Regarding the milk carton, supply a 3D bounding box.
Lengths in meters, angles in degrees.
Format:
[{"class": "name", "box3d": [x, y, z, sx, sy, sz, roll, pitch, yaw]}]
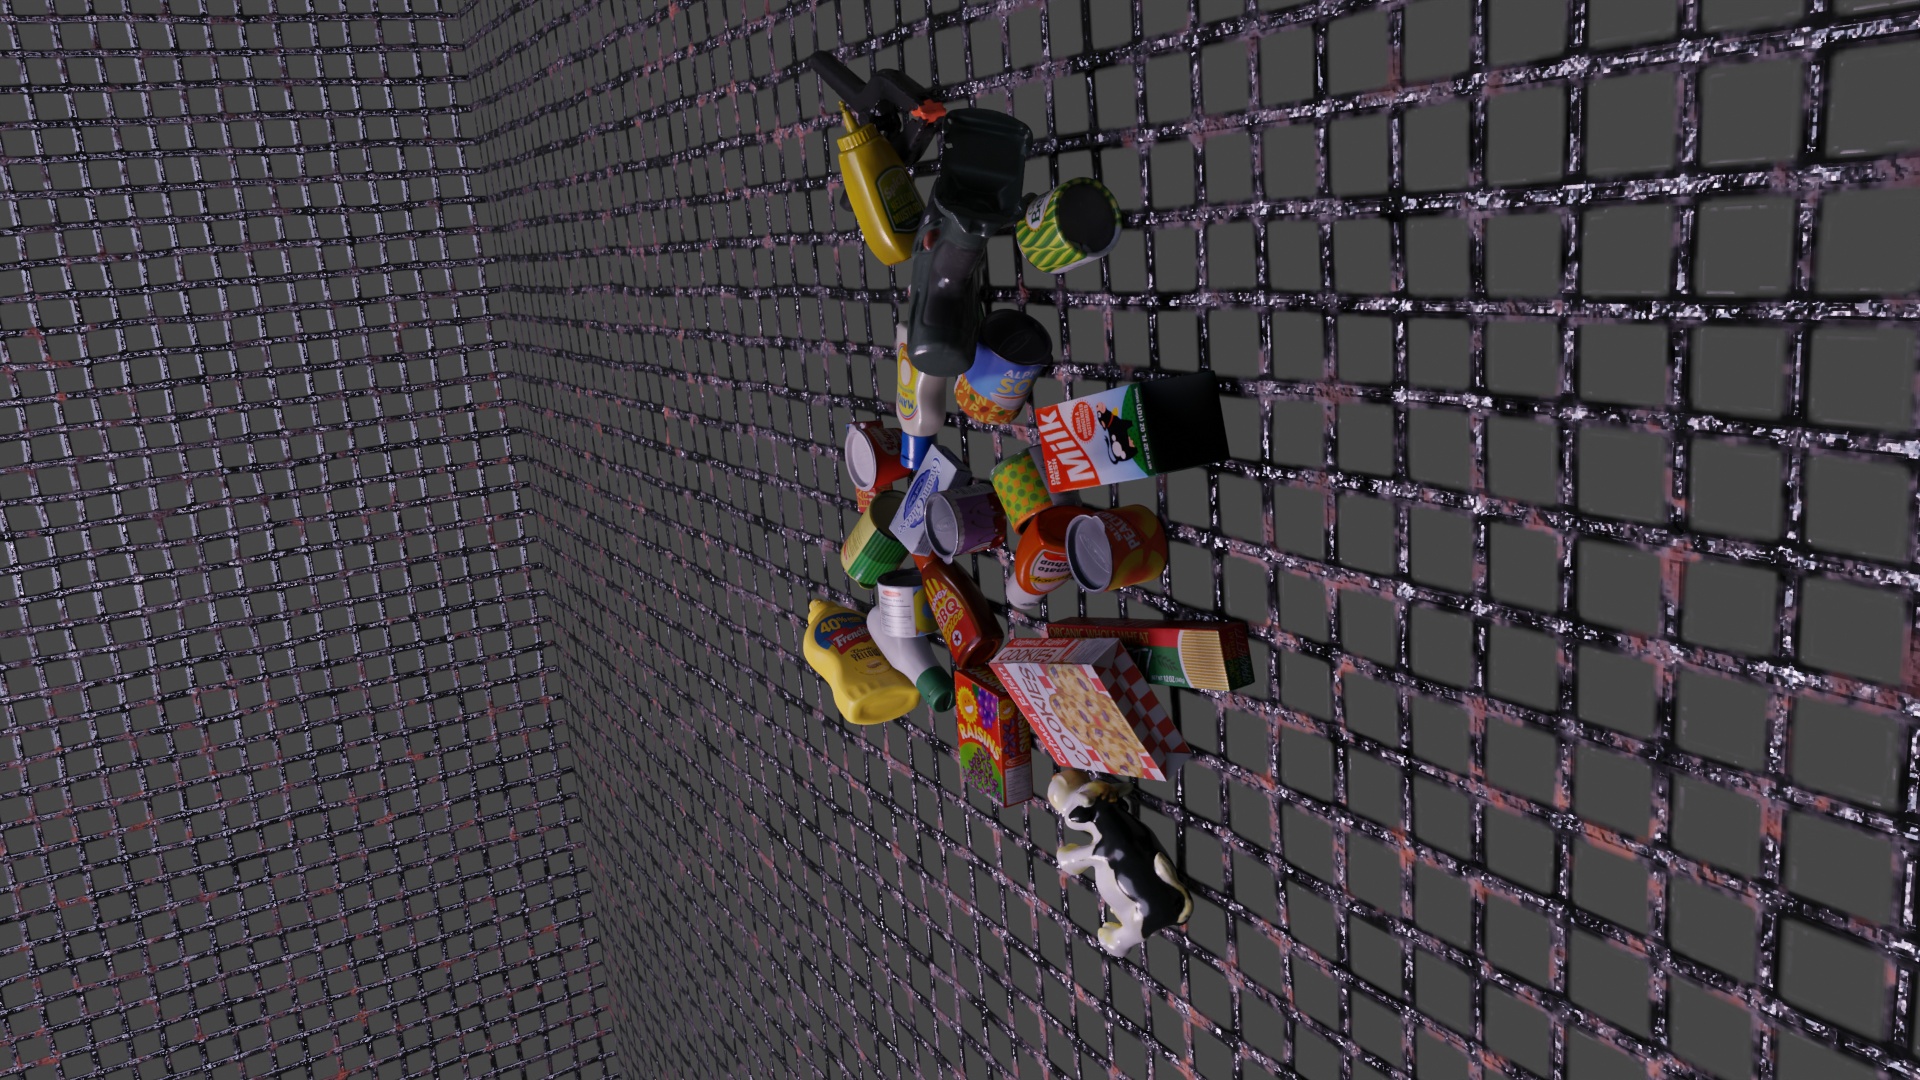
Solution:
[{"class": "milk carton", "box3d": [0.122, -0.083, 1.107, 0.190, 0.074, 0.072, -8, 93, 62]}]

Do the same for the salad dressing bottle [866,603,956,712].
[{"class": "salad dressing bottle", "box3d": [-0.051, 0.127, 1.527, 0.148, 0.044, 0.064, 50, 143, 39]}]

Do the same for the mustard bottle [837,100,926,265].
[{"class": "mustard bottle", "box3d": [-0.081, -0.347, 1.338, 0.049, 0.065, 0.159, 0, 123, 50]}]

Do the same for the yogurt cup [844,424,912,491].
[{"class": "yogurt cup", "box3d": [-0.086, -0.091, 1.495, 0.072, 0.054, 0.072, 31, 127, 53]}]

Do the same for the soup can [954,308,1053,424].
[{"class": "soup can", "box3d": [0.039, -0.152, 1.239, 0.071, 0.071, 0.083, 62, 148, 27]}]

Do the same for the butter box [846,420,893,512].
[{"class": "butter box", "box3d": [-0.100, -0.082, 1.555, 0.053, 0.024, 0.103, 3, 103, 61]}]

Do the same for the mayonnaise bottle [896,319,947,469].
[{"class": "mayonnaise bottle", "box3d": [-0.040, -0.146, 1.405, 0.065, 0.041, 0.147, 35, 129, 49]}]

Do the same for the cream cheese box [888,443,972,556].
[{"class": "cream cheese box", "box3d": [-0.030, -0.041, 1.409, 0.053, 0.024, 0.103, 45, 114, 44]}]

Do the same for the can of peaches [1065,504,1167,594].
[{"class": "can of peaches", "box3d": [0.129, 0.005, 1.143, 0.071, 0.058, 0.071, 29, 125, 54]}]

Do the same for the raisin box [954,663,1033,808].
[{"class": "raisin box", "box3d": [0.034, 0.196, 1.404, 0.086, 0.040, 0.123, 24, 122, 57]}]

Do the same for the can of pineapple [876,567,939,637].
[{"class": "can of pineapple", "box3d": [-0.053, 0.066, 1.487, 0.071, 0.071, 0.057, 21, 119, 57]}]

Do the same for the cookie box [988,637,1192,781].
[{"class": "cookie box", "box3d": [0.109, 0.143, 1.204, 0.122, 0.040, 0.167, 56, 154, -13]}]

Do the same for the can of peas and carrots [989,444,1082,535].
[{"class": "can of peas and carrots", "box3d": [0.066, -0.043, 1.229, 0.059, 0.071, 0.070, 66, 149, 19]}]

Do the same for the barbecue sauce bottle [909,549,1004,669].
[{"class": "barbecue sauce bottle", "box3d": [-0.008, 0.056, 1.422, 0.064, 0.044, 0.149, -56, 52, 41]}]

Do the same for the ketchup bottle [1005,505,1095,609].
[{"class": "ketchup bottle", "box3d": [0.077, 0.018, 1.242, 0.148, 0.065, 0.044, 120, 146, -62]}]

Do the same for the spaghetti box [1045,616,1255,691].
[{"class": "spaghetti box", "box3d": [0.151, 0.093, 1.166, 0.249, 0.029, 0.050, -4, 98, 61]}]

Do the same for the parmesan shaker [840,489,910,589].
[{"class": "parmesan shaker", "box3d": [-0.084, 0.000, 1.511, 0.071, 0.071, 0.102, 67, 149, 20]}]

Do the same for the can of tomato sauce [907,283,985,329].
[{"class": "can of tomato sauce", "box3d": [-0.008, -0.205, 1.304, 0.071, 0.071, 0.083, -19, 84, 61]}]

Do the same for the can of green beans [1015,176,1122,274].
[{"class": "can of green beans", "box3d": [0.087, -0.252, 1.113, 0.057, 0.071, 0.071, -7, 94, 61]}]

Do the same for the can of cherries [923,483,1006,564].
[{"class": "can of cherries", "box3d": [0.005, -0.017, 1.357, 0.071, 0.058, 0.071, 29, 124, 53]}]
